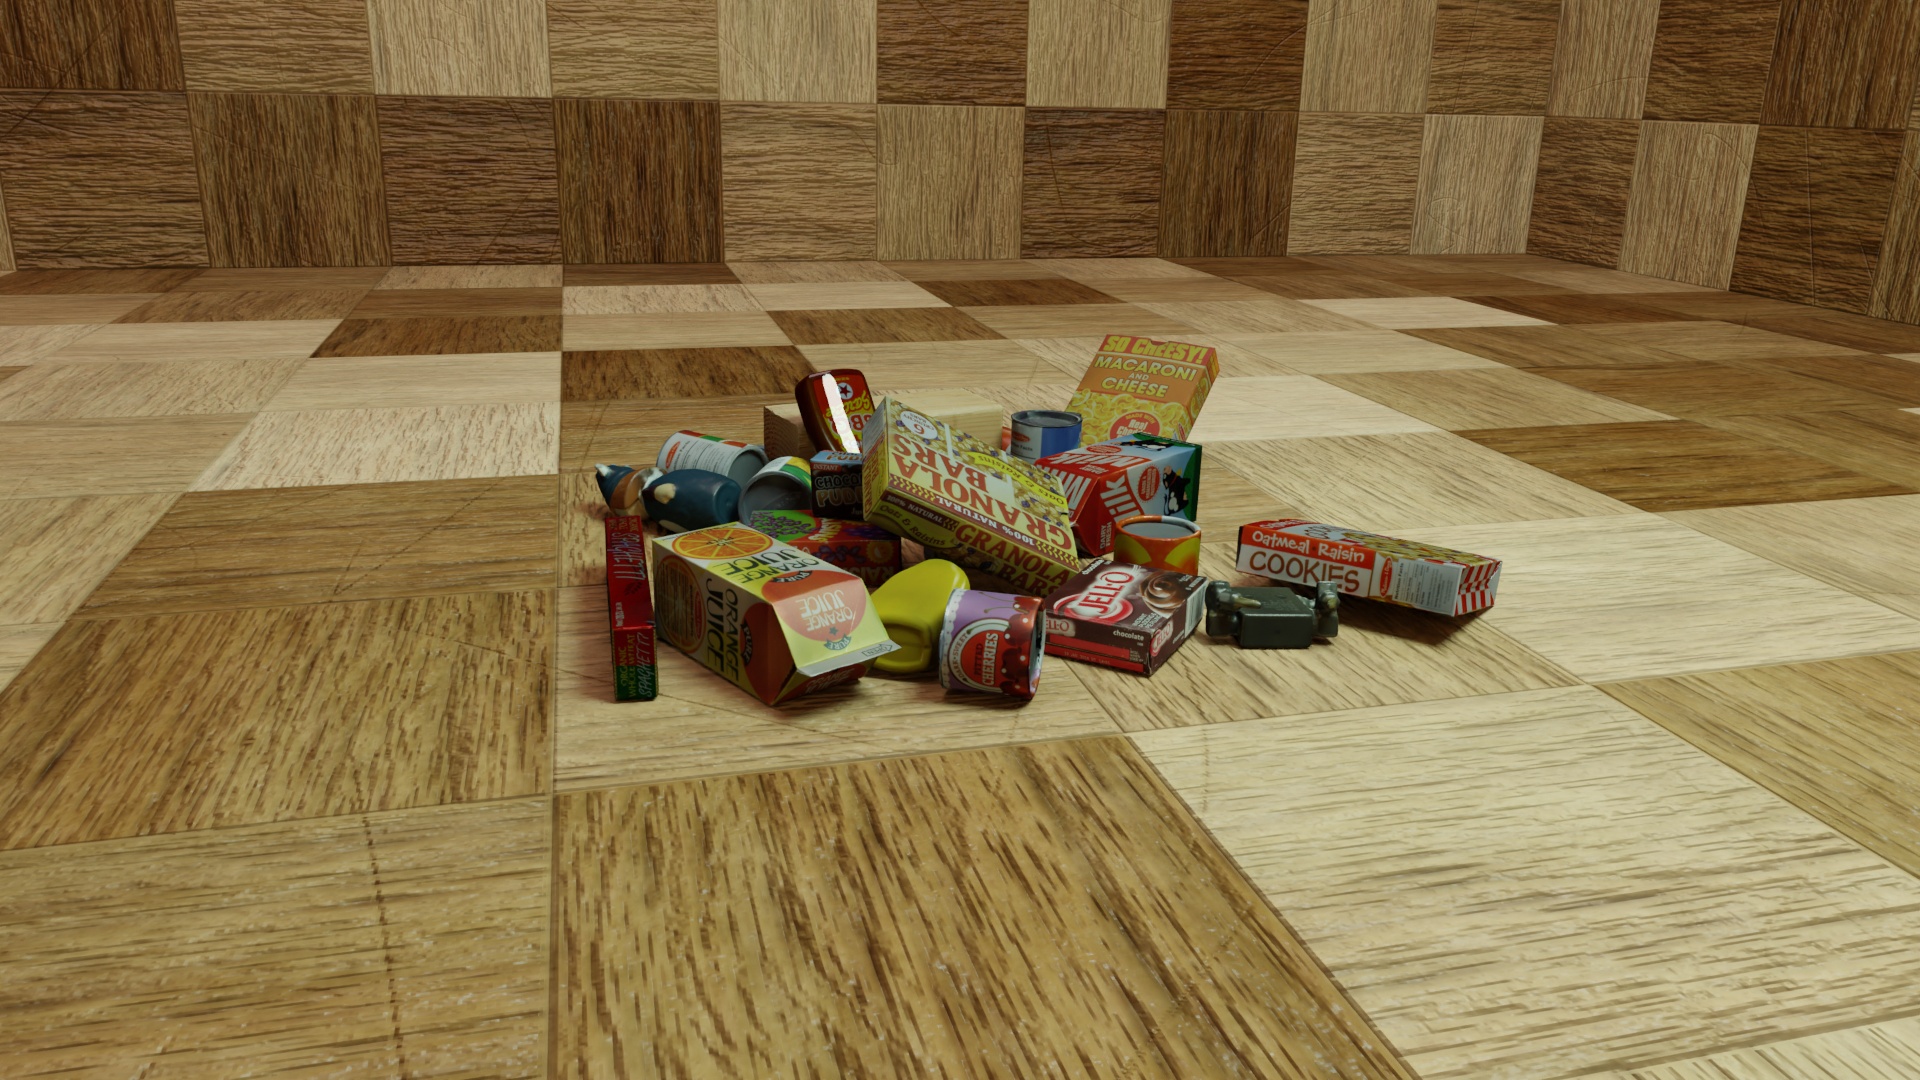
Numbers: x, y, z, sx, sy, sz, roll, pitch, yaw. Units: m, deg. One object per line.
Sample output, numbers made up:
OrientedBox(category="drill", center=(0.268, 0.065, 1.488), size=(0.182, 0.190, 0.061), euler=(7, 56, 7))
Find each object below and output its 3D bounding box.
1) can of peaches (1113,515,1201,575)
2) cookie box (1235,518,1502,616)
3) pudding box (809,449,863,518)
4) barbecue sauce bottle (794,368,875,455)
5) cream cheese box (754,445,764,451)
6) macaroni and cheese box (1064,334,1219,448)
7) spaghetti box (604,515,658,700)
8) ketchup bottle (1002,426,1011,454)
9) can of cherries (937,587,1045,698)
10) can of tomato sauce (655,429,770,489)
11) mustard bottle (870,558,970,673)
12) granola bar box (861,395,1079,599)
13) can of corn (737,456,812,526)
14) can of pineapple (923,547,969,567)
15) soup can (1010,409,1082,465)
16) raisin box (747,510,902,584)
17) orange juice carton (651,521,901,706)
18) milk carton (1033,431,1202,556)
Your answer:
OrientedBox(category="can of peaches", center=(0.148, 0.017, 1.062), size=(0.071, 0.058, 0.071), euler=(2, 18, 0))
OrientedBox(category="cookie box", center=(0.312, 0.017, 1.062), size=(0.167, 0.040, 0.123), euler=(13, 9, 33))
OrientedBox(category="pudding box", center=(-0.077, -0.044, 1.118), size=(0.084, 0.049, 0.030), euler=(5, 20, 13))
OrientedBox(category="barbecue sauce bottle", center=(-0.092, -0.072, 1.190), size=(0.065, 0.149, 0.043), euler=(-10, -16, -34))
OrientedBox(category="cream cheese box", center=(-0.225, -0.077, 1.377), size=(0.104, 0.024, 0.053), euler=(0, 18, -3))
OrientedBox(category="macaroni and cheese box", center=(0.175, -0.133, 1.407), size=(0.124, 0.040, 0.167), euler=(12, 58, 29))
OrientedBox(category="spaghetti box", center=(-0.234, 0.040, 0.979), size=(0.029, 0.050, 0.251), euler=(-2, 18, -15))
OrientedBox(category="ketchup bottle", center=(0.036, -0.094, 1.414), size=(0.065, 0.043, 0.149), euler=(-17, 25, -32))
OrientedBox(category="can of cherries", center=(0.021, 0.067, 0.888), size=(0.058, 0.071, 0.072), euler=(6, 18, 11))
OrientedBox(category="can of tomato sauce", center=(-0.223, -0.061, 1.264), size=(0.083, 0.071, 0.071), euler=(13, 21, 31))
OrientedBox(category="mustard bottle", center=(-0.023, 0.046, 0.978), size=(0.065, 0.048, 0.161), euler=(6, 17, 13))
OrientedBox(category="granola bar box", center=(0.007, -0.032, 1.051), size=(0.165, 0.039, 0.125), euler=(24, 32, -21))
OrientedBox(category="can of corn", center=(-0.149, -0.032, 1.183), size=(0.071, 0.071, 0.058), euler=(3, 17, 5))
OrientedBox(category="can of pineapple", center=(0.004, -0.014, 1.147), size=(0.071, 0.057, 0.071), euler=(1, 18, 0))
OrientedBox(category="soup can", center=(0.081, -0.075, 1.296), size=(0.071, 0.083, 0.071), euler=(1, 18, 0))
OrientedBox(category="raisin box", center=(-0.108, 0.005, 1.111), size=(0.123, 0.040, 0.086), euler=(-1, 17, -3))
OrientedBox(category="orange juice carton", center=(-0.126, 0.050, 0.918), size=(0.072, 0.072, 0.193), euler=(-14, 24, -39))
OrientedBox(category="milk carton", center=(0.125, -0.039, 1.206), size=(0.072, 0.073, 0.191), euler=(18, 25, 42))
